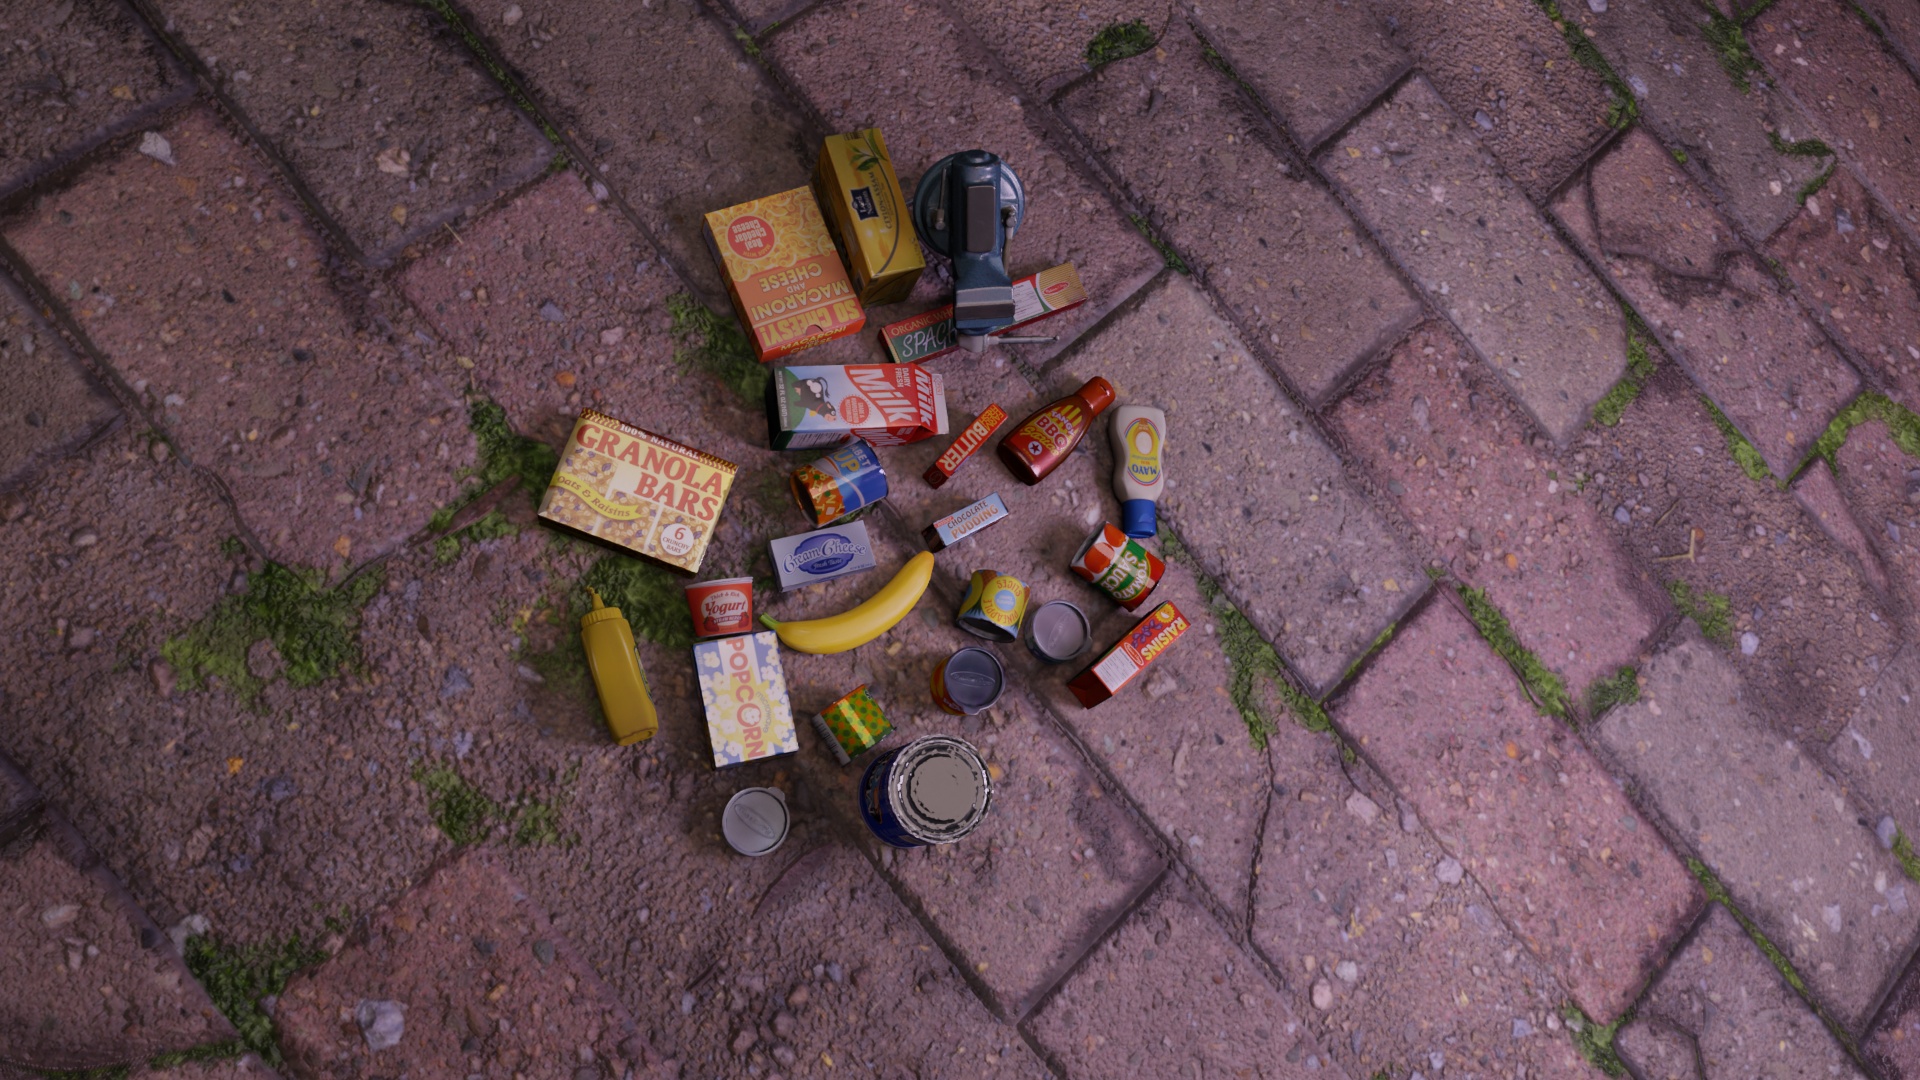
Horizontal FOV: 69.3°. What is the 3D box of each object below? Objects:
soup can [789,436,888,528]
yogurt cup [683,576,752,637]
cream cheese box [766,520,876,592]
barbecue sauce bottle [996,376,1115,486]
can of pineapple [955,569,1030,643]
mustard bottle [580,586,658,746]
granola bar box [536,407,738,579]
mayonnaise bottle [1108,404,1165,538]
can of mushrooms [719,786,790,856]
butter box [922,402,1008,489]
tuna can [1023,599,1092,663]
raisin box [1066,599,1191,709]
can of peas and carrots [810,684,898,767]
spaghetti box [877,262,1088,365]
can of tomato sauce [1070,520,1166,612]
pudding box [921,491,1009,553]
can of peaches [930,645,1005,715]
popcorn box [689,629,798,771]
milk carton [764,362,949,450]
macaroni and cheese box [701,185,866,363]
[{"bbox_3d":[-0.128,-0.061,1.452,0.084,0.071,0.071,-26,85,-20],"label":"soup can"},{"bbox_3d":[-0.239,0.068,1.389,0.072,0.072,0.054,-6,86,-18],"label":"yogurt cup"},{"bbox_3d":[-0.146,0.016,1.451,0.104,0.024,0.053,-14,79,-19],"label":"cream cheese box"},{"bbox_3d":[0.112,-0.128,1.554,0.149,0.043,0.065,-41,89,-22],"label":"barbecue sauce bottle"},{"bbox_3d":[0.036,0.069,1.466,0.071,0.070,0.058,22,71,-10],"label":"can of pineapple"},{"bbox_3d":[-0.336,0.117,1.348,0.049,0.065,0.160,-16,77,-15],"label":"mustard bottle"},{"bbox_3d":[-0.325,-0.047,1.406,0.165,0.039,0.124,21,72,-10],"label":"granola bar box"},{"bbox_3d":[0.201,-0.077,1.568,0.065,0.041,0.148,5,74,-17],"label":"mayonnaise bottle"},{"bbox_3d":[-0.200,0.274,1.362,0.071,0.033,0.071,4,75,-15],"label":"can of mushrooms"},{"bbox_3d":[0.005,-0.103,1.511,0.024,0.053,0.104,44,69,-4],"label":"butter box"},{"bbox_3d":[0.106,0.100,1.498,0.071,0.032,0.071,4,75,-15],"label":"tuna can"},{"bbox_3d":[0.179,0.122,1.485,0.124,0.086,0.040,-38,84,-21],"label":"raisin box"},{"bbox_3d":[-0.106,0.184,1.396,0.071,0.070,0.059,-34,87,-21],"label":"can of peas and carrots"},{"bbox_3d":[0.026,-0.254,1.569,0.251,0.028,0.050,-23,83,-21],"label":"spaghetti box"},{"bbox_3d":[0.172,0.028,1.517,0.083,0.071,0.071,37,69,-4],"label":"can of tomato sauce"},{"bbox_3d":[0.005,-0.019,1.491,0.084,0.049,0.030,-27,87,-20],"label":"pudding box"},{"bbox_3d":[0.006,0.149,1.442,0.071,0.058,0.071,4,75,-16],"label":"can of peaches"},{"bbox_3d":[-0.216,0.159,1.384,0.085,0.038,0.127,-9,79,-19],"label":"popcorn box"},{"bbox_3d":[-0.107,-0.143,1.477,0.191,0.073,0.072,-3,77,-17],"label":"milk carton"},{"bbox_3d":[-0.192,-0.290,1.508,0.124,0.040,0.166,-21,83,-20],"label":"macaroni and cheese box"}]
